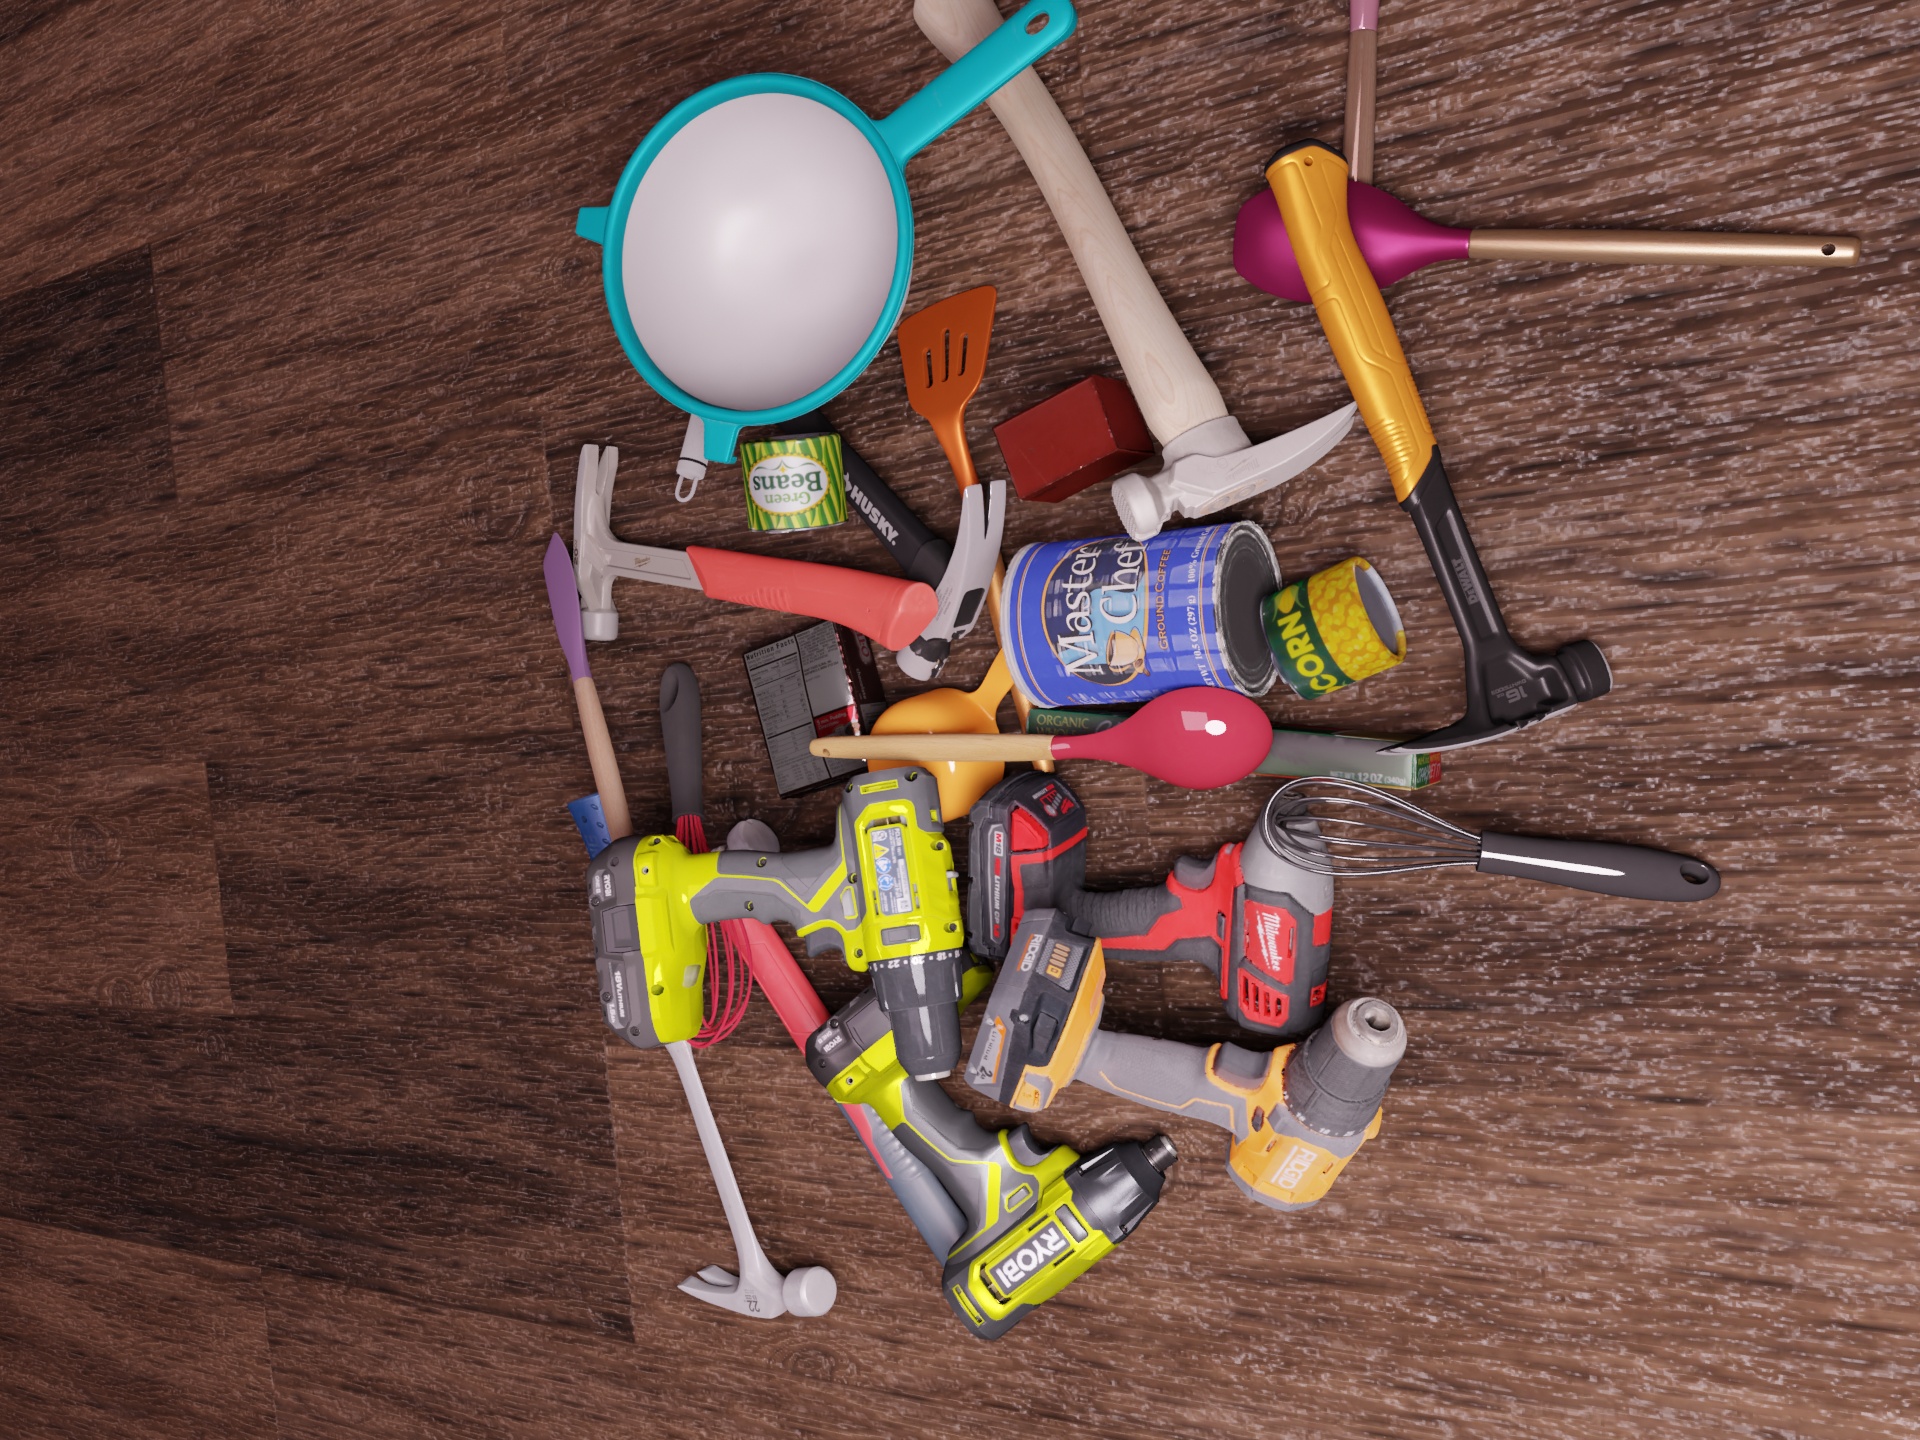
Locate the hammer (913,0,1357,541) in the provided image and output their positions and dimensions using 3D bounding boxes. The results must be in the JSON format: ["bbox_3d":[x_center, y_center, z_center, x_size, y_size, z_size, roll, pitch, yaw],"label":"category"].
[{"bbox_3d":[0.084,-0.308,0.961,0.146,0.038,0.411,-24,72,-3],"label":"hammer"}]

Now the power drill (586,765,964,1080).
[{"bbox_3d":[-0.109,0.140,1.005,0.228,0.080,0.191,-10,82,11],"label":"power drill"}]

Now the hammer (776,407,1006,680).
[{"bbox_3d":[-0.091,-0.191,1.083,0.335,0.035,0.146,50,133,24],"label":"hammer"}]

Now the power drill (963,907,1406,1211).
[{"bbox_3d":[0.128,0.185,0.897,0.226,0.084,0.185,21,140,6],"label":"power drill"}]

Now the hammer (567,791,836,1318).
[{"bbox_3d":[-0.211,0.248,1.179,0.144,0.035,0.405,-19,90,41],"label":"hammer"}]

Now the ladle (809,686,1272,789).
[{"bbox_3d":[0.036,0.015,0.970,0.315,0.031,0.069,-1,122,32],"label":"ladle"}]

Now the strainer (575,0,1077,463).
[{"bbox_3d":[-0.062,-0.321,0.987,0.340,0.095,0.211,-33,81,17],"label":"strainer"}]

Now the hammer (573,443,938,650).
[{"bbox_3d":[-0.157,-0.110,1.115,0.359,0.036,0.149,12,101,41],"label":"hammer"}]

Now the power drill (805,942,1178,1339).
[{"bbox_3d":[0.018,0.259,1.035,0.171,0.080,0.223,-40,76,5],"label":"power drill"}]

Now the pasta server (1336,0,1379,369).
[{"bbox_3d":[0.222,-0.357,0.887,0.060,0.040,0.316,4,98,24],"label":"pasta server"}]

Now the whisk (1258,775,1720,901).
[{"bbox_3d":[0.281,0.068,0.857,0.239,0.055,0.055,8,99,12],"label":"whisk"}]

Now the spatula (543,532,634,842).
[{"bbox_3d":[-0.272,-0.008,1.174,0.059,0.018,0.316,-52,49,46],"label":"spatula"}]

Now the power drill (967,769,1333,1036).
[{"bbox_3d":[0.118,0.099,0.966,0.220,0.078,0.143,9,108,27],"label":"power drill"}]

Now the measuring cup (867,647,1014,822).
[{"bbox_3d":[-0.002,-0.003,1.032,0.095,0.052,0.173,48,128,20],"label":"measuring cup"}]

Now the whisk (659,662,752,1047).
[{"bbox_3d":[-0.194,0.089,1.135,0.073,0.073,0.296,-26,59,31],"label":"whisk"}]

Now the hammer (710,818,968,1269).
[{"bbox_3d":[-0.091,0.264,1.138,0.143,0.038,0.386,-45,71,28],"label":"hammer"}]

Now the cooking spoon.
[{"bbox_3d":[0.298,-0.253,0.846,0.319,0.017,0.068,10,104,26],"label":"cooking spoon"}]

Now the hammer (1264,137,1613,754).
[{"bbox_3d":[0.230,-0.150,0.852,0.127,0.034,0.337,-20,87,-7],"label":"hammer"}]

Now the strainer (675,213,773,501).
[{"bbox_3d":[-0.156,-0.271,1.081,0.087,0.050,0.258,11,83,17],"label":"strainer"}]

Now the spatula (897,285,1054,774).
[{"bbox_3d":[0.020,-0.122,1.045,0.081,0.041,0.322,-14,91,33],"label":"spatula"}]
